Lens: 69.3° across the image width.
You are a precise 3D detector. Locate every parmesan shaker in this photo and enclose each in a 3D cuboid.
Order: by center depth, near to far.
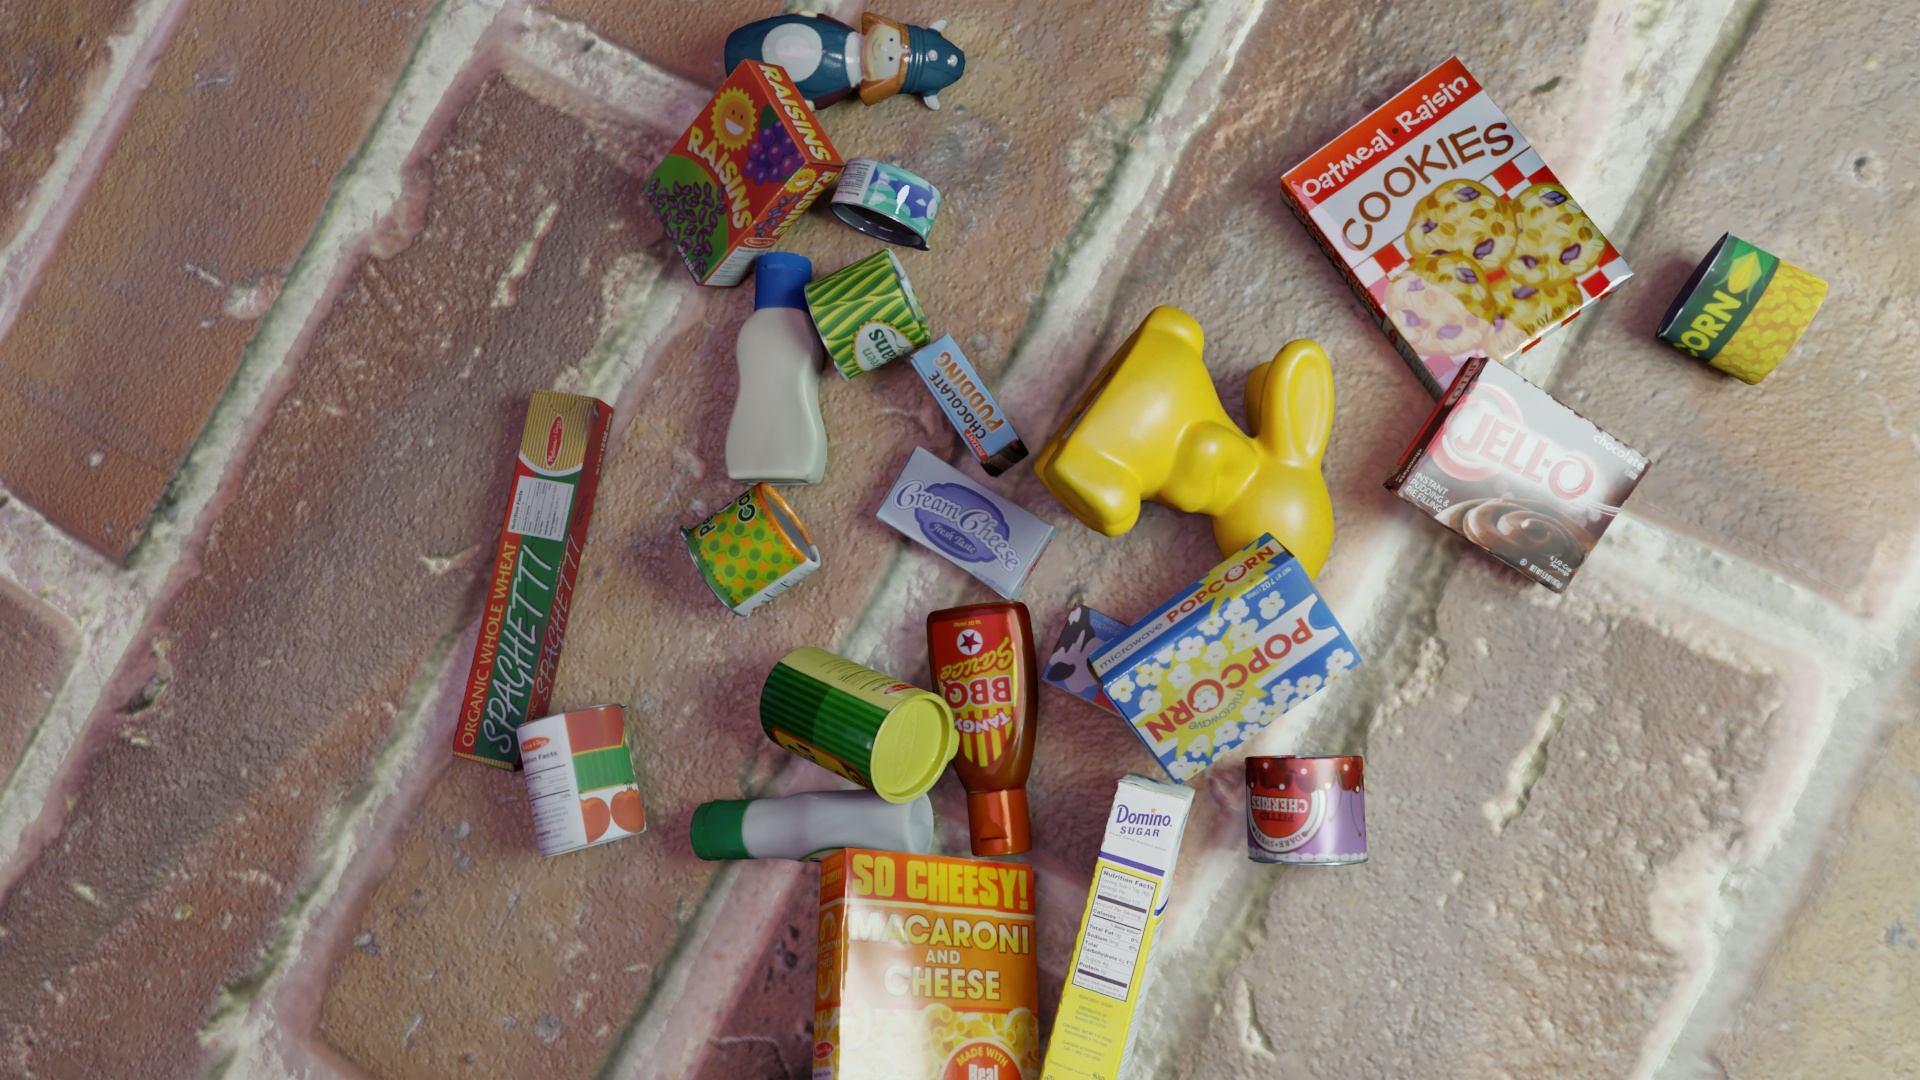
[{"bbox_3d":[-0.061,0.108,0.827,0.103,0.071,0.071,16,86,42],"label":"parmesan shaker"}]

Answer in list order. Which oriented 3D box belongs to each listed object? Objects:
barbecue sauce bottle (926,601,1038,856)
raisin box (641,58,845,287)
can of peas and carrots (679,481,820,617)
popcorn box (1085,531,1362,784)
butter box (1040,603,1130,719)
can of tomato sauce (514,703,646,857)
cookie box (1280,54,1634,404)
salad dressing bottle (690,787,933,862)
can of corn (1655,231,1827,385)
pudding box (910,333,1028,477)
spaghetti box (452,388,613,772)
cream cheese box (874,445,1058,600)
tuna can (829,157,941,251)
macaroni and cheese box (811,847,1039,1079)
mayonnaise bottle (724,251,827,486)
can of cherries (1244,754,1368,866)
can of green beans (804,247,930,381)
[{"bbox_3d":[0.018,0.113,0.837,0.065,0.043,0.148,-8,81,16],"label":"barbecue sauce bottle"},{"bbox_3d":[-0.141,-0.234,0.895,0.123,0.040,0.086,-39,74,33],"label":"raisin box"},{"bbox_3d":[-0.131,0.003,0.871,0.058,0.071,0.071,-34,77,6],"label":"can of peas and carrots"},{"bbox_3d":[0.145,0.067,0.770,0.126,0.038,0.085,-35,115,5],"label":"popcorn box"},{"bbox_3d":[0.106,0.082,0.832,0.103,0.024,0.053,24,89,15],"label":"butter box"},{"bbox_3d":[-0.238,0.151,0.878,0.071,0.071,0.083,-16,80,10],"label":"can of tomato sauce"},{"bbox_3d":[0.287,-0.181,0.819,0.123,0.040,0.167,-35,78,7],"label":"cookie box"},{"bbox_3d":[-0.092,0.175,0.847,0.147,0.064,0.044,-6,74,20],"label":"salad dressing bottle"},{"bbox_3d":[0.429,-0.126,0.765,0.058,0.071,0.071,33,91,14],"label":"can of corn"},{"bbox_3d":[0.006,-0.083,0.862,0.030,0.049,0.084,-34,77,5],"label":"pudding box"},{"bbox_3d":[-0.284,0.025,0.922,0.050,0.028,0.250,10,85,13],"label":"spaghetti box"},{"bbox_3d":[0.003,-0.011,0.866,0.104,0.024,0.053,31,90,14],"label":"cream cheese box"},{"bbox_3d":[-0.045,-0.213,0.884,0.071,0.071,0.033,20,87,14],"label":"tuna can"},{"bbox_3d":[-0.019,0.263,0.773,0.124,0.040,0.167,12,62,-24],"label":"macaroni and cheese box"},{"bbox_3d":[-0.117,-0.110,0.898,0.065,0.041,0.148,0,82,11],"label":"mayonnaise bottle"},{"bbox_3d":[0.192,0.150,0.780,0.071,0.071,0.058,-2,83,12],"label":"can of cherries"},{"bbox_3d":[-0.058,-0.143,0.876,0.058,0.071,0.071,-23,79,8],"label":"can of green beans"}]
